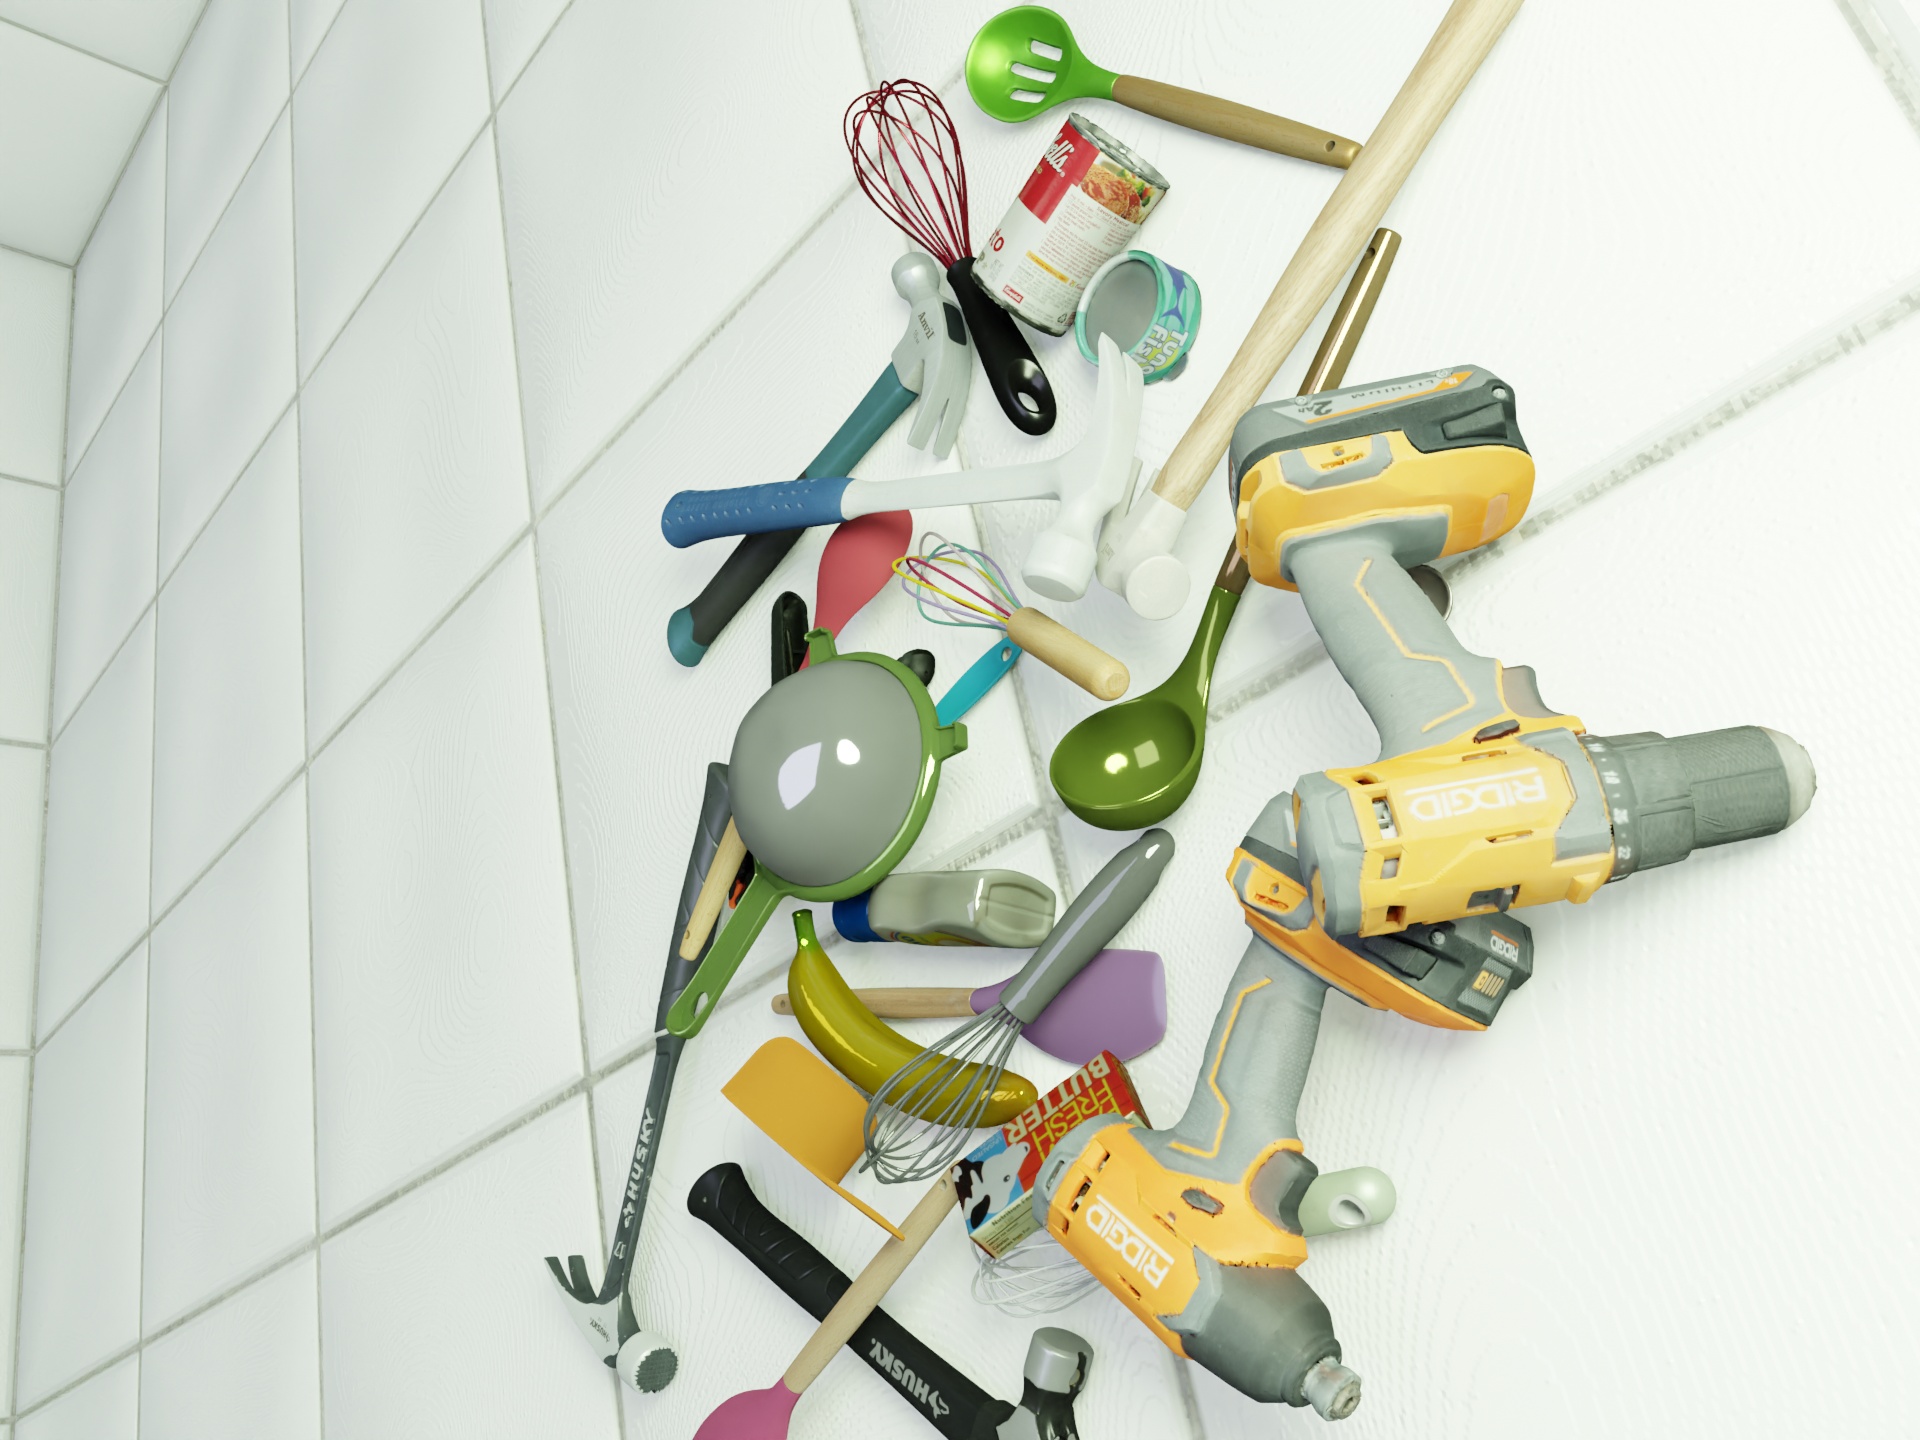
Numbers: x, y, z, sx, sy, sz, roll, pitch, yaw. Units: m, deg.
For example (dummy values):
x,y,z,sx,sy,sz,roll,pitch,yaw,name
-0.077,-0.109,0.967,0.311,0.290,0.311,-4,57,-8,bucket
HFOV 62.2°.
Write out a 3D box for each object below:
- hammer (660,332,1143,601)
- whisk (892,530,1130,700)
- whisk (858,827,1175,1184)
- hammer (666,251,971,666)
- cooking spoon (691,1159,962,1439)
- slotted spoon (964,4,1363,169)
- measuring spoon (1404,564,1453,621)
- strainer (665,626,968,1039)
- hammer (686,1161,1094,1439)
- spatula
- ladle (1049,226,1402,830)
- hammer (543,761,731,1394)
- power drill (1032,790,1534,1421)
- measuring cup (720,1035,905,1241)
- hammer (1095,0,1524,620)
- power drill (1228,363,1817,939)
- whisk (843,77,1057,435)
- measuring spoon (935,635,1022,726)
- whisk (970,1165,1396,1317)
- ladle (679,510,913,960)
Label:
x,y,z,sx,sy,sz,roll,pitch,yaw,name
-0.054,-0.136,0.941,0.406,0.035,0.144,3,67,49,hammer
0.021,-0.056,0.862,0.051,0.047,0.245,-59,31,5,whisk
0.028,0.147,0.814,0.239,0.055,0.055,-50,47,7,whisk
-0.103,-0.152,1.069,0.331,0.033,0.128,-44,50,32,hammer
-0.080,0.351,0.883,0.318,0.017,0.069,-55,46,23,cooking spoon
0.106,-0.346,0.889,0.314,0.031,0.070,38,110,43,slotted spoon
0.178,-0.081,0.735,0.034,0.018,0.124,-50,61,13,measuring spoon
-0.115,0.069,0.908,0.152,0.069,0.256,35,96,41,strainer
-0.062,0.345,0.905,0.335,0.035,0.146,19,95,48,hammer
-0.007,0.162,0.900,0.316,0.018,0.060,-10,77,45,spatula
0.134,-0.091,0.777,0.078,0.062,0.320,34,104,49,ladle
-0.202,0.230,1.088,0.149,0.036,0.409,12,90,49,hammer
0.141,0.162,0.663,0.164,0.084,0.226,32,94,46,power drill
-0.066,0.232,0.890,0.052,0.095,0.174,-50,34,-16,measuring cup
0.162,-0.203,0.762,0.331,0.031,0.130,-58,15,11,hammer
0.209,-0.032,0.630,0.185,0.084,0.226,-10,58,4,power drill
-0.004,-0.289,0.973,0.073,0.073,0.296,-41,59,34,whisk
-0.001,-0.003,0.939,0.128,0.021,0.042,-45,51,20,measuring spoon
0.096,0.242,0.751,0.246,0.059,0.058,-26,99,37,whisk
-0.110,0.005,0.991,0.069,0.031,0.315,28,96,48,ladle
